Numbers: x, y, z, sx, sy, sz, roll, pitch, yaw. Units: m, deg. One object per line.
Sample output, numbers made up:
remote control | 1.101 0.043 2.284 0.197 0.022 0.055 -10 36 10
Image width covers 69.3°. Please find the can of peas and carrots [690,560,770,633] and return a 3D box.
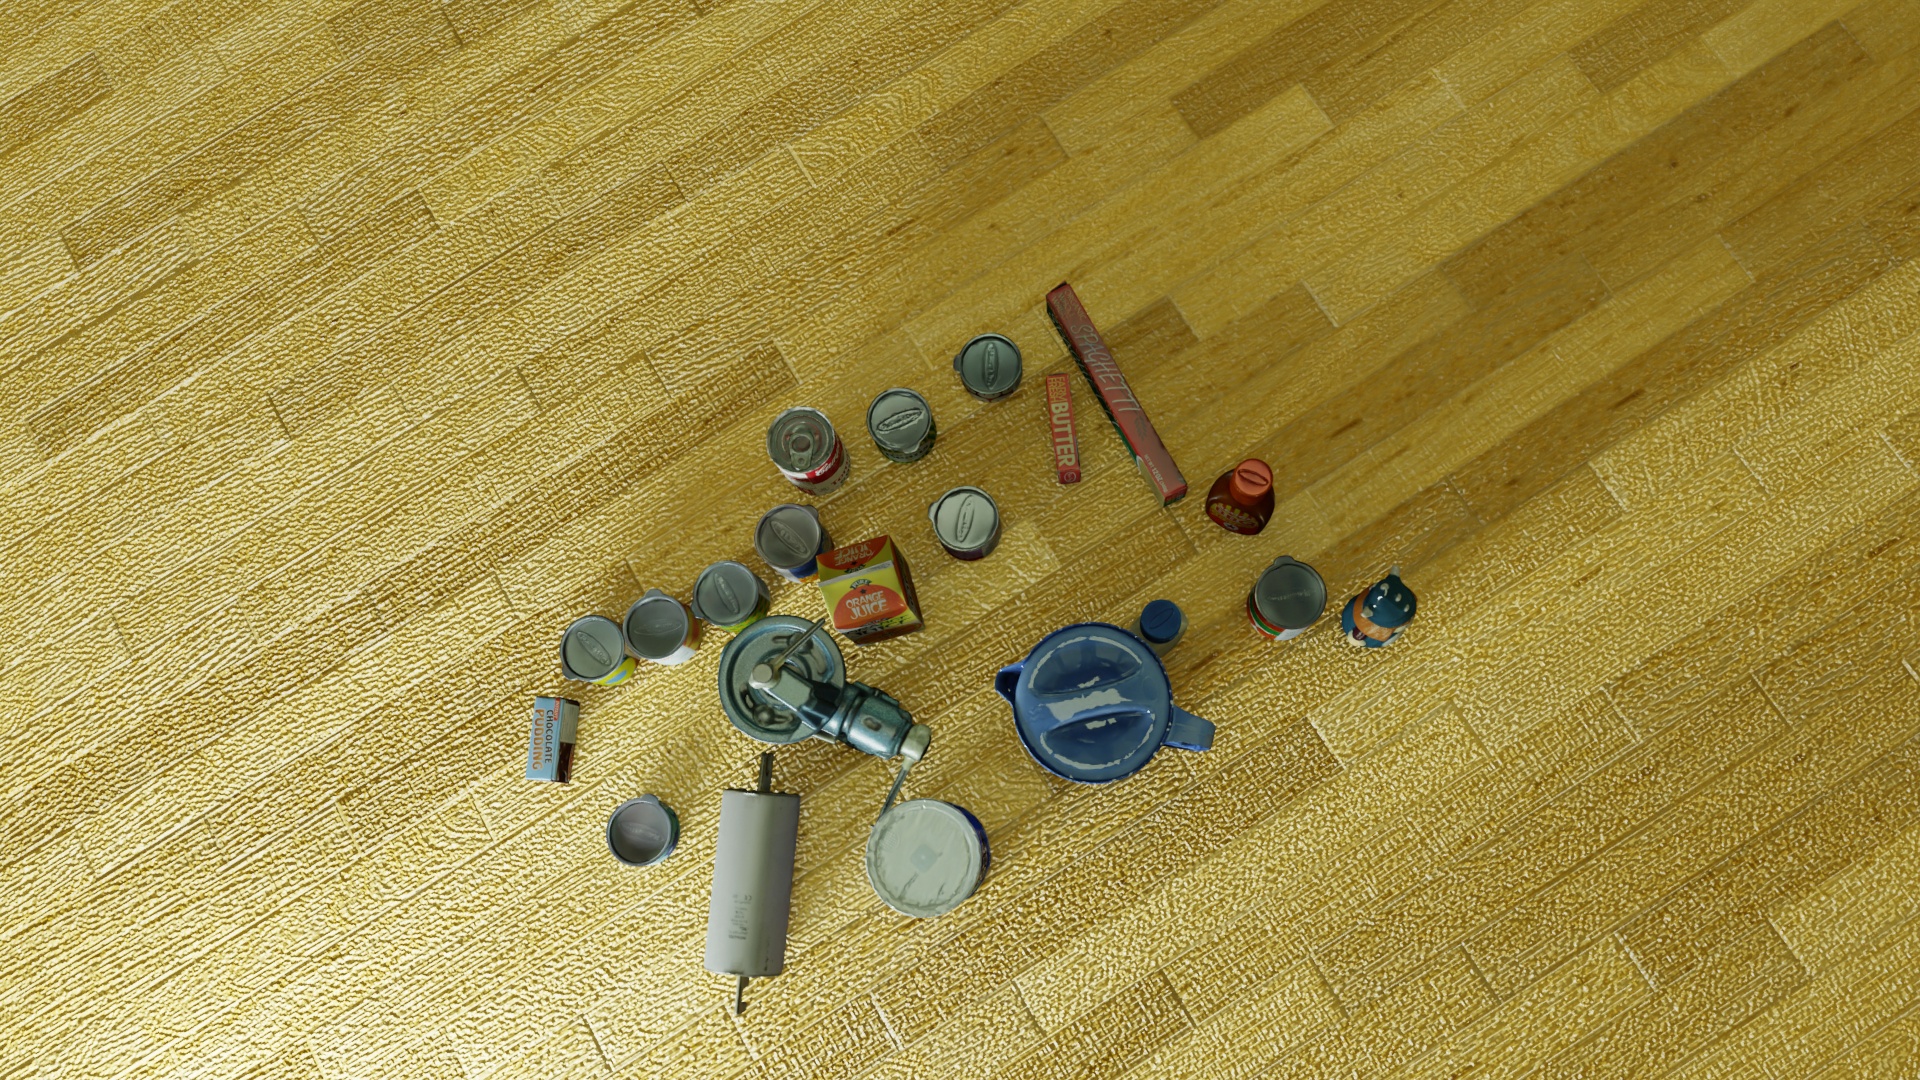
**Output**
can of peas and carrots | -0.231 0.059 1.394 0.071 0.058 0.071 -1 78 5

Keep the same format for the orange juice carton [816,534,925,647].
orange juice carton | -0.086 0.047 1.316 0.072 0.192 0.073 -16 77 2

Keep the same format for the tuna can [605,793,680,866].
tuna can | -0.311 0.284 1.365 0.071 0.032 0.071 -1 78 5

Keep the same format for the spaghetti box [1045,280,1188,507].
spaghetti box | 0.156 -0.149 1.411 0.029 0.050 0.250 -28 77 -1

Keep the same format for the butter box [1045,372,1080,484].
butter box | 0.104 -0.113 1.406 0.024 0.053 0.103 -7 77 4

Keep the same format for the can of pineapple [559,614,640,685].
can of pineapple | -0.362 0.112 1.394 0.071 0.057 0.071 -1 78 5

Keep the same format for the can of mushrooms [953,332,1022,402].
can of mushrooms | 0.029 -0.179 1.436 0.071 0.033 0.071 -1 78 5

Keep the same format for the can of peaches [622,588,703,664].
can of peaches | -0.297 0.088 1.394 0.071 0.058 0.071 -1 78 5

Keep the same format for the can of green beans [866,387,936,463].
can of green beans | -0.059 -0.116 1.418 0.071 0.057 0.071 -1 78 5

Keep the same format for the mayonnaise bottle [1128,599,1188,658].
mayonnaise bottle | 0.185 0.084 1.307 0.065 0.148 0.041 -38 78 -3

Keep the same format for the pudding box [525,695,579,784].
pudding box | -0.406 0.199 1.383 0.030 0.049 0.084 2 78 5

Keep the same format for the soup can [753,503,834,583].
soup can | -0.162 0.002 1.388 0.071 0.083 0.071 -1 78 5

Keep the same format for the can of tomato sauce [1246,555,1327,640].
can of tomato sauce | 0.311 0.057 1.336 0.071 0.083 0.071 -1 78 5

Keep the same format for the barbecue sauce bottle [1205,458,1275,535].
barbecue sauce bottle | 0.271 -0.043 1.327 0.065 0.148 0.044 24 81 9

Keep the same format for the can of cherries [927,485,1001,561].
can of cherries | 0.005 -0.017 1.391 0.071 0.058 0.071 -1 78 5
